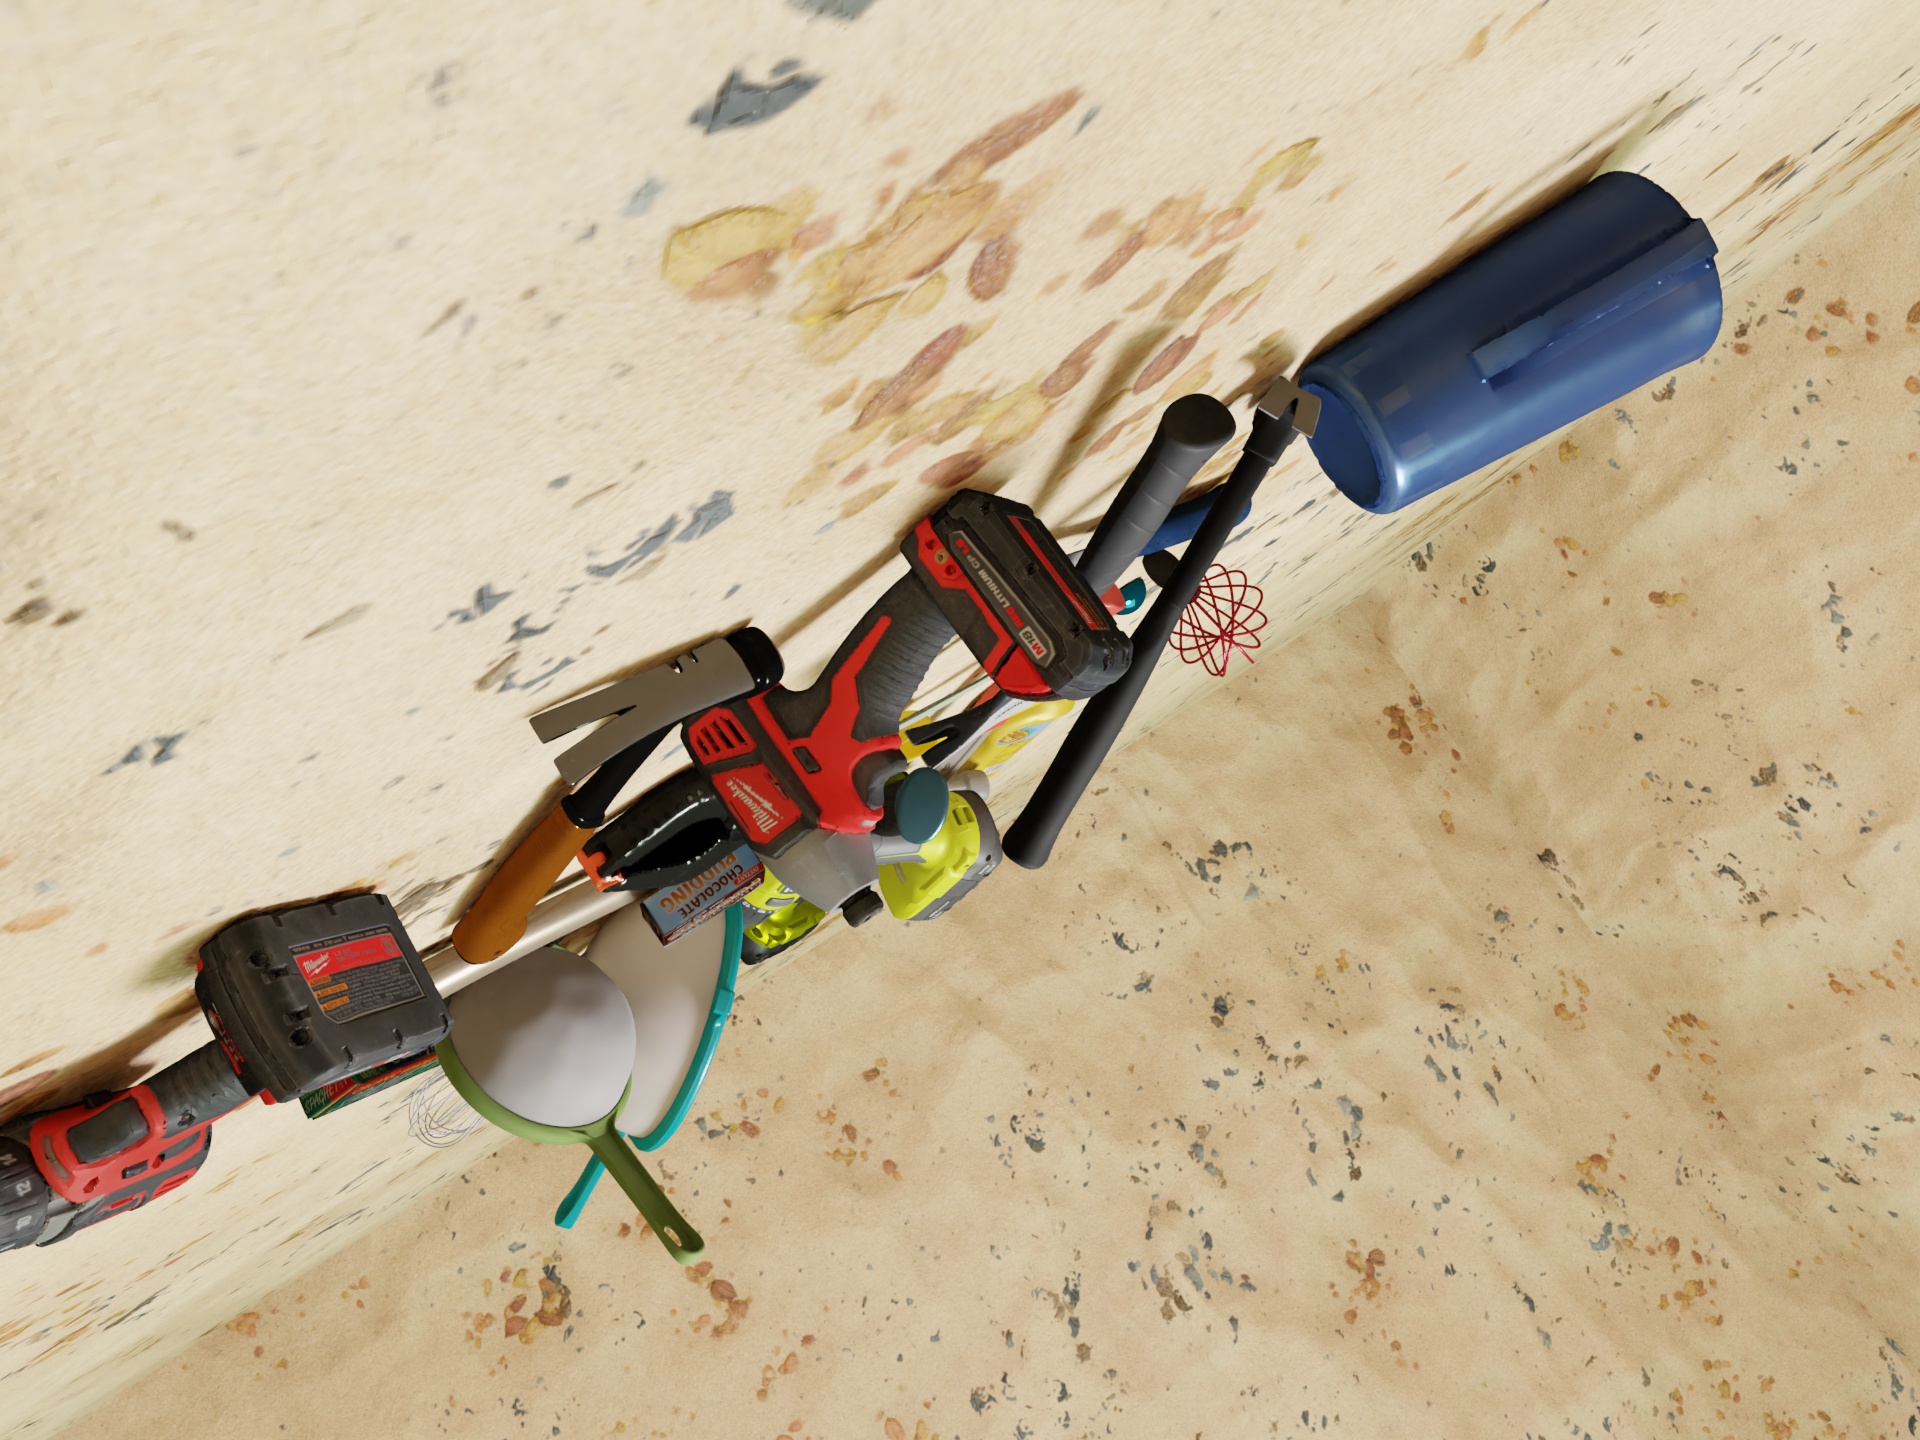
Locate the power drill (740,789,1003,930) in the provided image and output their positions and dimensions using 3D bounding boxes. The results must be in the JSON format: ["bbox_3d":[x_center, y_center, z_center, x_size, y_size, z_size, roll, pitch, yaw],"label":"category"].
[{"bbox_3d":[-0.095,0.123,1.351,0.228,0.080,0.190,4,142,-44],"label":"power drill"}]

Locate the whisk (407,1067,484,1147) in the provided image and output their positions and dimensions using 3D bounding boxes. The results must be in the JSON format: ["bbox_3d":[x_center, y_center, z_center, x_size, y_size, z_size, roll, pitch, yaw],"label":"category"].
[{"bbox_3d":[-0.398,0.296,1.477,0.284,0.070,0.070,-39,173,0],"label":"whisk"}]

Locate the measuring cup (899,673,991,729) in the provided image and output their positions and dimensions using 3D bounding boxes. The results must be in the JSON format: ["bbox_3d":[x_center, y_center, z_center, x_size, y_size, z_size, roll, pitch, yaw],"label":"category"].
[{"bbox_3d":[0.008,-0.044,1.119,0.167,0.038,0.083,-31,173,5],"label":"measuring cup"}]

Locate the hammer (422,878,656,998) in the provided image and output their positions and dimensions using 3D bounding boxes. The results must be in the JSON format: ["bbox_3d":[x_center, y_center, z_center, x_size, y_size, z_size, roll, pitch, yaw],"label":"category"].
[{"bbox_3d":[-0.255,0.122,1.031,0.410,0.038,0.146,-27,169,-40],"label":"hammer"}]

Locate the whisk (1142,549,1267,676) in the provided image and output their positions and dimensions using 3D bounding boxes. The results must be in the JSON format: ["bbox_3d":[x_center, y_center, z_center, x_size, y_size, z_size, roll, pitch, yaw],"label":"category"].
[{"bbox_3d":[0.165,-0.091,1.142,0.073,0.073,0.296,-35,-166,7],"label":"whisk"}]

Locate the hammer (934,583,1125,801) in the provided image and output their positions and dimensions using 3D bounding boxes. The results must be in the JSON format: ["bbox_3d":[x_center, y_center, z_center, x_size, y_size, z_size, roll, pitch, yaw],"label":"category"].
[{"bbox_3d":[0.022,-0.012,1.302,0.149,0.037,0.359,-5,154,-30],"label":"hammer"}]

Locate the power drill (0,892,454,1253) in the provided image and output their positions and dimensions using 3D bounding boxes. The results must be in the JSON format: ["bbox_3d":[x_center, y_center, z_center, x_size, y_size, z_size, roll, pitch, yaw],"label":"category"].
[{"bbox_3d":[-0.370,0.174,0.726,0.226,0.080,0.188,-33,173,13],"label":"power drill"}]

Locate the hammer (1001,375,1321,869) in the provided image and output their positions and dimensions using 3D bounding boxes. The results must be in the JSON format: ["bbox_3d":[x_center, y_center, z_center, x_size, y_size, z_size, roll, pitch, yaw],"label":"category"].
[{"bbox_3d":[0.119,-0.056,0.962,0.335,0.035,0.146,-60,177,8],"label":"hammer"}]

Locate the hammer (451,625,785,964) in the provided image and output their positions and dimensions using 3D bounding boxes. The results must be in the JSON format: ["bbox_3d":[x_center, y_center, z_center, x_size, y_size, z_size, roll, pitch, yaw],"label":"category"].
[{"bbox_3d":[-0.211,0.061,0.830,0.127,0.034,0.336,-29,171,-42],"label":"hammer"}]

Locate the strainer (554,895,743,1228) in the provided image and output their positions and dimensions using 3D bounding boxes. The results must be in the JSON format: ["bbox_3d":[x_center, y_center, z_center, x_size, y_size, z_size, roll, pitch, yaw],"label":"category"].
[{"bbox_3d":[-0.281,0.268,1.251,0.340,0.095,0.211,-59,-158,21],"label":"strainer"}]

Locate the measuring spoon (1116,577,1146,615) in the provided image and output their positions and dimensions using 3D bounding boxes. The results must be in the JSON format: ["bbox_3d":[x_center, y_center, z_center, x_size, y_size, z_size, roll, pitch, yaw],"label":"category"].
[{"bbox_3d":[0.111,-0.079,1.382,0.128,0.021,0.042,-35,173,0],"label":"measuring spoon"}]

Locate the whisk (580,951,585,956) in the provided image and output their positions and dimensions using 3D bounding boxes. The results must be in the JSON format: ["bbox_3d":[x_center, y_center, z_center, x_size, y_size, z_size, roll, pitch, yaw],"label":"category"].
[{"bbox_3d":[-0.339,0.230,1.364,0.246,0.057,0.059,-41,-155,25],"label":"whisk"}]

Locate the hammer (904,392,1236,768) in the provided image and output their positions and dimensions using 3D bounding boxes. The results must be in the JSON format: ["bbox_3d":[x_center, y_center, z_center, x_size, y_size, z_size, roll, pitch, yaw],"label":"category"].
[{"bbox_3d":[0.064,-0.071,0.906,0.149,0.036,0.408,-32,170,-20],"label":"hammer"}]

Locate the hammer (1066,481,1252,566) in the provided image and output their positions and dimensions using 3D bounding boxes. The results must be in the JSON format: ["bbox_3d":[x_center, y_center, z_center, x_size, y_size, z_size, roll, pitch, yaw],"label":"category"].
[{"bbox_3d":[0.086,-0.108,1.036,0.144,0.035,0.405,-40,171,36],"label":"hammer"}]

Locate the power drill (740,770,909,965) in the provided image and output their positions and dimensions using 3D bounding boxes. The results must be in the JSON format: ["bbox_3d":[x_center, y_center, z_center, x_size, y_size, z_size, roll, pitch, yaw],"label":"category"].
[{"bbox_3d":[-0.126,0.135,1.540,0.223,0.080,0.171,-41,170,25],"label":"power drill"}]

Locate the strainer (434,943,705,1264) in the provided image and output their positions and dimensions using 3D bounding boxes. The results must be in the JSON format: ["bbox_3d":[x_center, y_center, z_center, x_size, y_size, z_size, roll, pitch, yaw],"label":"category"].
[{"bbox_3d":[-0.240,0.242,1.059,0.069,0.256,0.151,-49,162,23],"label":"strainer"}]

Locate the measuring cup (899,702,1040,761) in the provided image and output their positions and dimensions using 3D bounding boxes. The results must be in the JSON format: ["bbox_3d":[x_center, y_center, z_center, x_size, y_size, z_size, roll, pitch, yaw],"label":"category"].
[{"bbox_3d":[-0.002,-0.004,1.242,0.156,0.029,0.062,-21,165,-12],"label":"measuring cup"}]

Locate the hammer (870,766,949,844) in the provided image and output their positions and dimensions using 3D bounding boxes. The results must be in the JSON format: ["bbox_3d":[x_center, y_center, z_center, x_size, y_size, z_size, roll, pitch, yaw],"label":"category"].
[{"bbox_3d":[-0.052,0.063,1.064,0.033,0.128,0.331,7,173,-10],"label":"hammer"}]

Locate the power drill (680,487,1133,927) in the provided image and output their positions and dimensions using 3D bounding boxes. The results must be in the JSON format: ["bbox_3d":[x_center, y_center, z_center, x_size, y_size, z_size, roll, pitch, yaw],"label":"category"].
[{"bbox_3d":[-0.029,-0.002,0.804,0.219,0.143,0.078,-39,169,19],"label":"power drill"}]
